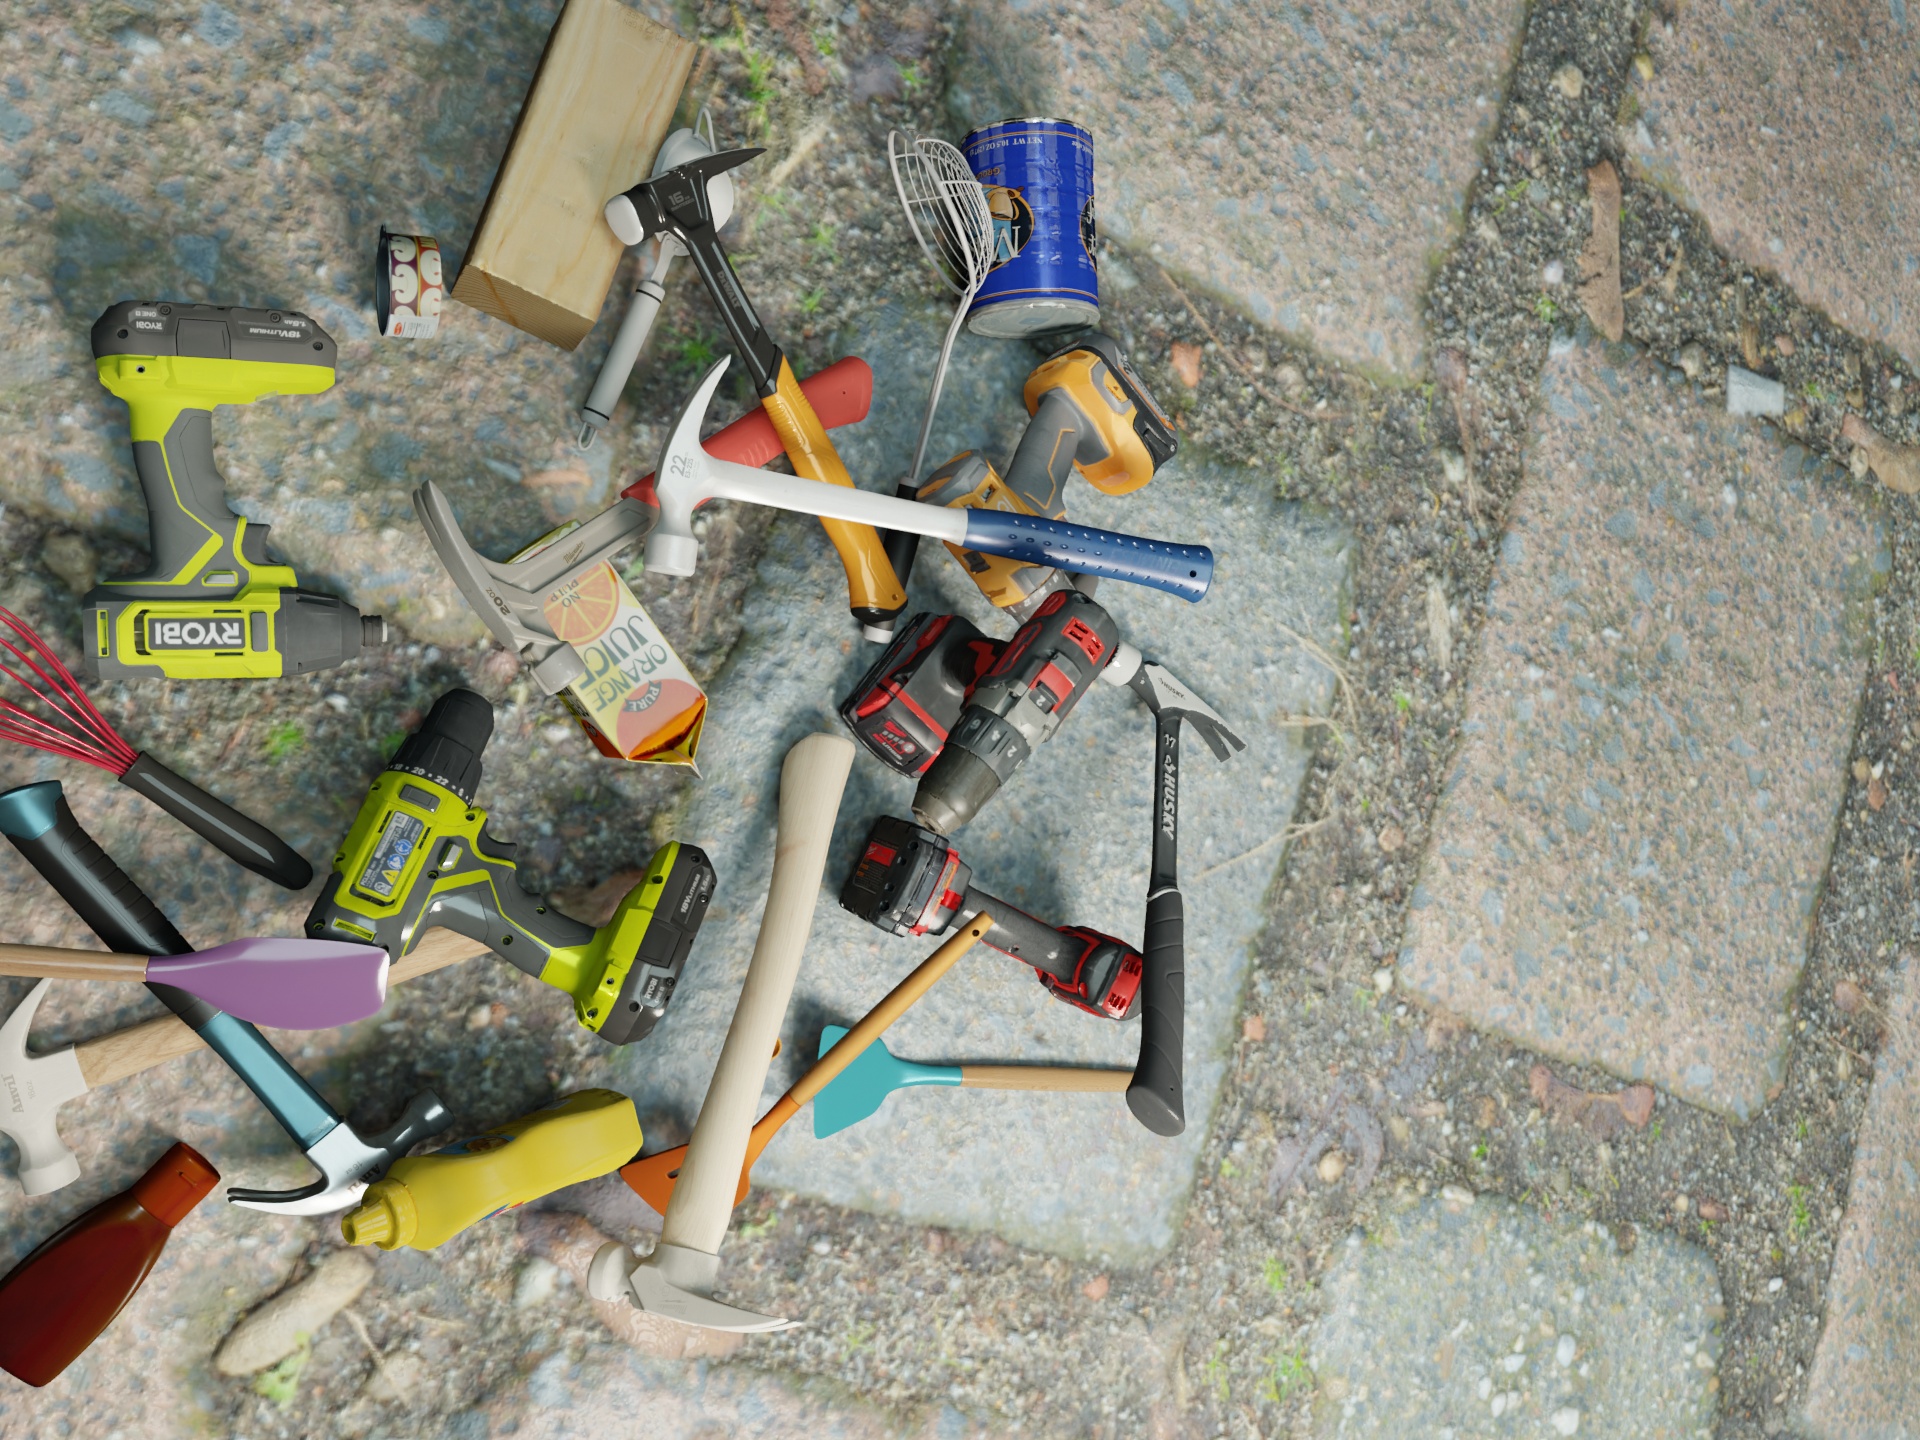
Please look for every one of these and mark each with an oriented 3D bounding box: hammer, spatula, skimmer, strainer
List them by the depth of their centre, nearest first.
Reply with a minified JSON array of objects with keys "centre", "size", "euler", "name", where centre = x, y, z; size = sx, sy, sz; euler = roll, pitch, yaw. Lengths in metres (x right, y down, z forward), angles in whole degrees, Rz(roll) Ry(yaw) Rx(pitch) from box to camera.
[{"centre":[-0.498,0.144,0.920],"size":[0.315,0.018,0.059],"euler":[8,102,-19],"name":"spatula"},{"centre":[-0.462,0.168,0.967],"size":[0.128,0.033,0.330],"euler":[-41,107,-22],"name":"hammer"},{"centre":[-0.437,0.176,1.016],"size":[0.331,0.031,0.130],"euler":[-19,98,-25],"name":"hammer"},{"centre":[-0.190,-0.171,1.080],"size":[0.359,0.037,0.149],"euler":[-42,106,-37],"name":"hammer"},{"centre":[-0.007,-0.140,1.089],"size":[0.405,0.035,0.144],"euler":[8,92,-23],"name":"hammer"},{"centre":[-0.130,0.202,1.097],"size":[0.038,0.146,0.411],"euler":[53,47,-59],"name":"hammer"},{"centre":[-0.116,-0.221,1.098],"size":[0.127,0.034,0.336],"euler":[-41,114,-37],"name":"hammer"},{"centre":[-0.099,0.243,1.113],"size":[0.322,0.041,0.081],"euler":[-43,106,2],"name":"spatula"},{"centre":[-0.211,-0.306,1.114],"size":[0.258,0.050,0.086],"euler":[-67,158,-1],"name":"strainer"},{"centre":[-0.049,-0.241,1.168],"size":[0.090,0.127,0.363],"euler":[11,99,-16],"name":"skimmer"},{"centre":[0.155,0.119,1.186],"size":[0.149,0.036,0.409],"euler":[31,43,-24],"name":"hammer"},{"centre":[0.026,0.280,1.234],"size":[0.317,0.044,0.082],"euler":[8,83,-27],"name":"spatula"}]

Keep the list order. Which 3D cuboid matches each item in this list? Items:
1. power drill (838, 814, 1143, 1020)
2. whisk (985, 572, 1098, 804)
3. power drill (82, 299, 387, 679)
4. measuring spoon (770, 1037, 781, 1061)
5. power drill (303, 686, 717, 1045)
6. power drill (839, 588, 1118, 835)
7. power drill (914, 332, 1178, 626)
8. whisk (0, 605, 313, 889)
[{"centre":[0.028,0.153,1.189],"size":[0.219,0.143,0.078],"euler":[28,83,-17],"name":"power drill"},{"centre":[0.048,-0.025,1.248],"size":[0.055,0.055,0.239],"euler":[39,69,-21],"name":"whisk"},{"centre":[-0.450,-0.138,0.989],"size":[0.171,0.080,0.223],"euler":[-2,95,-25],"name":"power drill"},{"centre":[-0.162,0.283,1.163],"size":[0.021,0.011,0.117],"euler":[27,82,-23],"name":"measuring spoon"},{"centre":[-0.283,0.097,1.044],"size":[0.228,0.080,0.191],"euler":[25,63,-12],"name":"power drill"},{"centre":[-0.002,-0.004,1.118],"size":[0.080,0.227,0.188],"euler":[44,72,-19],"name":"power drill"},{"centre":[0.082,-0.165,1.212],"size":[0.185,0.084,0.226],"euler":[50,54,-20],"name":"power drill"},{"centre":[-0.520,0.016,0.964],"size":[0.295,0.073,0.073],"euler":[41,73,-25],"name":"whisk"}]
